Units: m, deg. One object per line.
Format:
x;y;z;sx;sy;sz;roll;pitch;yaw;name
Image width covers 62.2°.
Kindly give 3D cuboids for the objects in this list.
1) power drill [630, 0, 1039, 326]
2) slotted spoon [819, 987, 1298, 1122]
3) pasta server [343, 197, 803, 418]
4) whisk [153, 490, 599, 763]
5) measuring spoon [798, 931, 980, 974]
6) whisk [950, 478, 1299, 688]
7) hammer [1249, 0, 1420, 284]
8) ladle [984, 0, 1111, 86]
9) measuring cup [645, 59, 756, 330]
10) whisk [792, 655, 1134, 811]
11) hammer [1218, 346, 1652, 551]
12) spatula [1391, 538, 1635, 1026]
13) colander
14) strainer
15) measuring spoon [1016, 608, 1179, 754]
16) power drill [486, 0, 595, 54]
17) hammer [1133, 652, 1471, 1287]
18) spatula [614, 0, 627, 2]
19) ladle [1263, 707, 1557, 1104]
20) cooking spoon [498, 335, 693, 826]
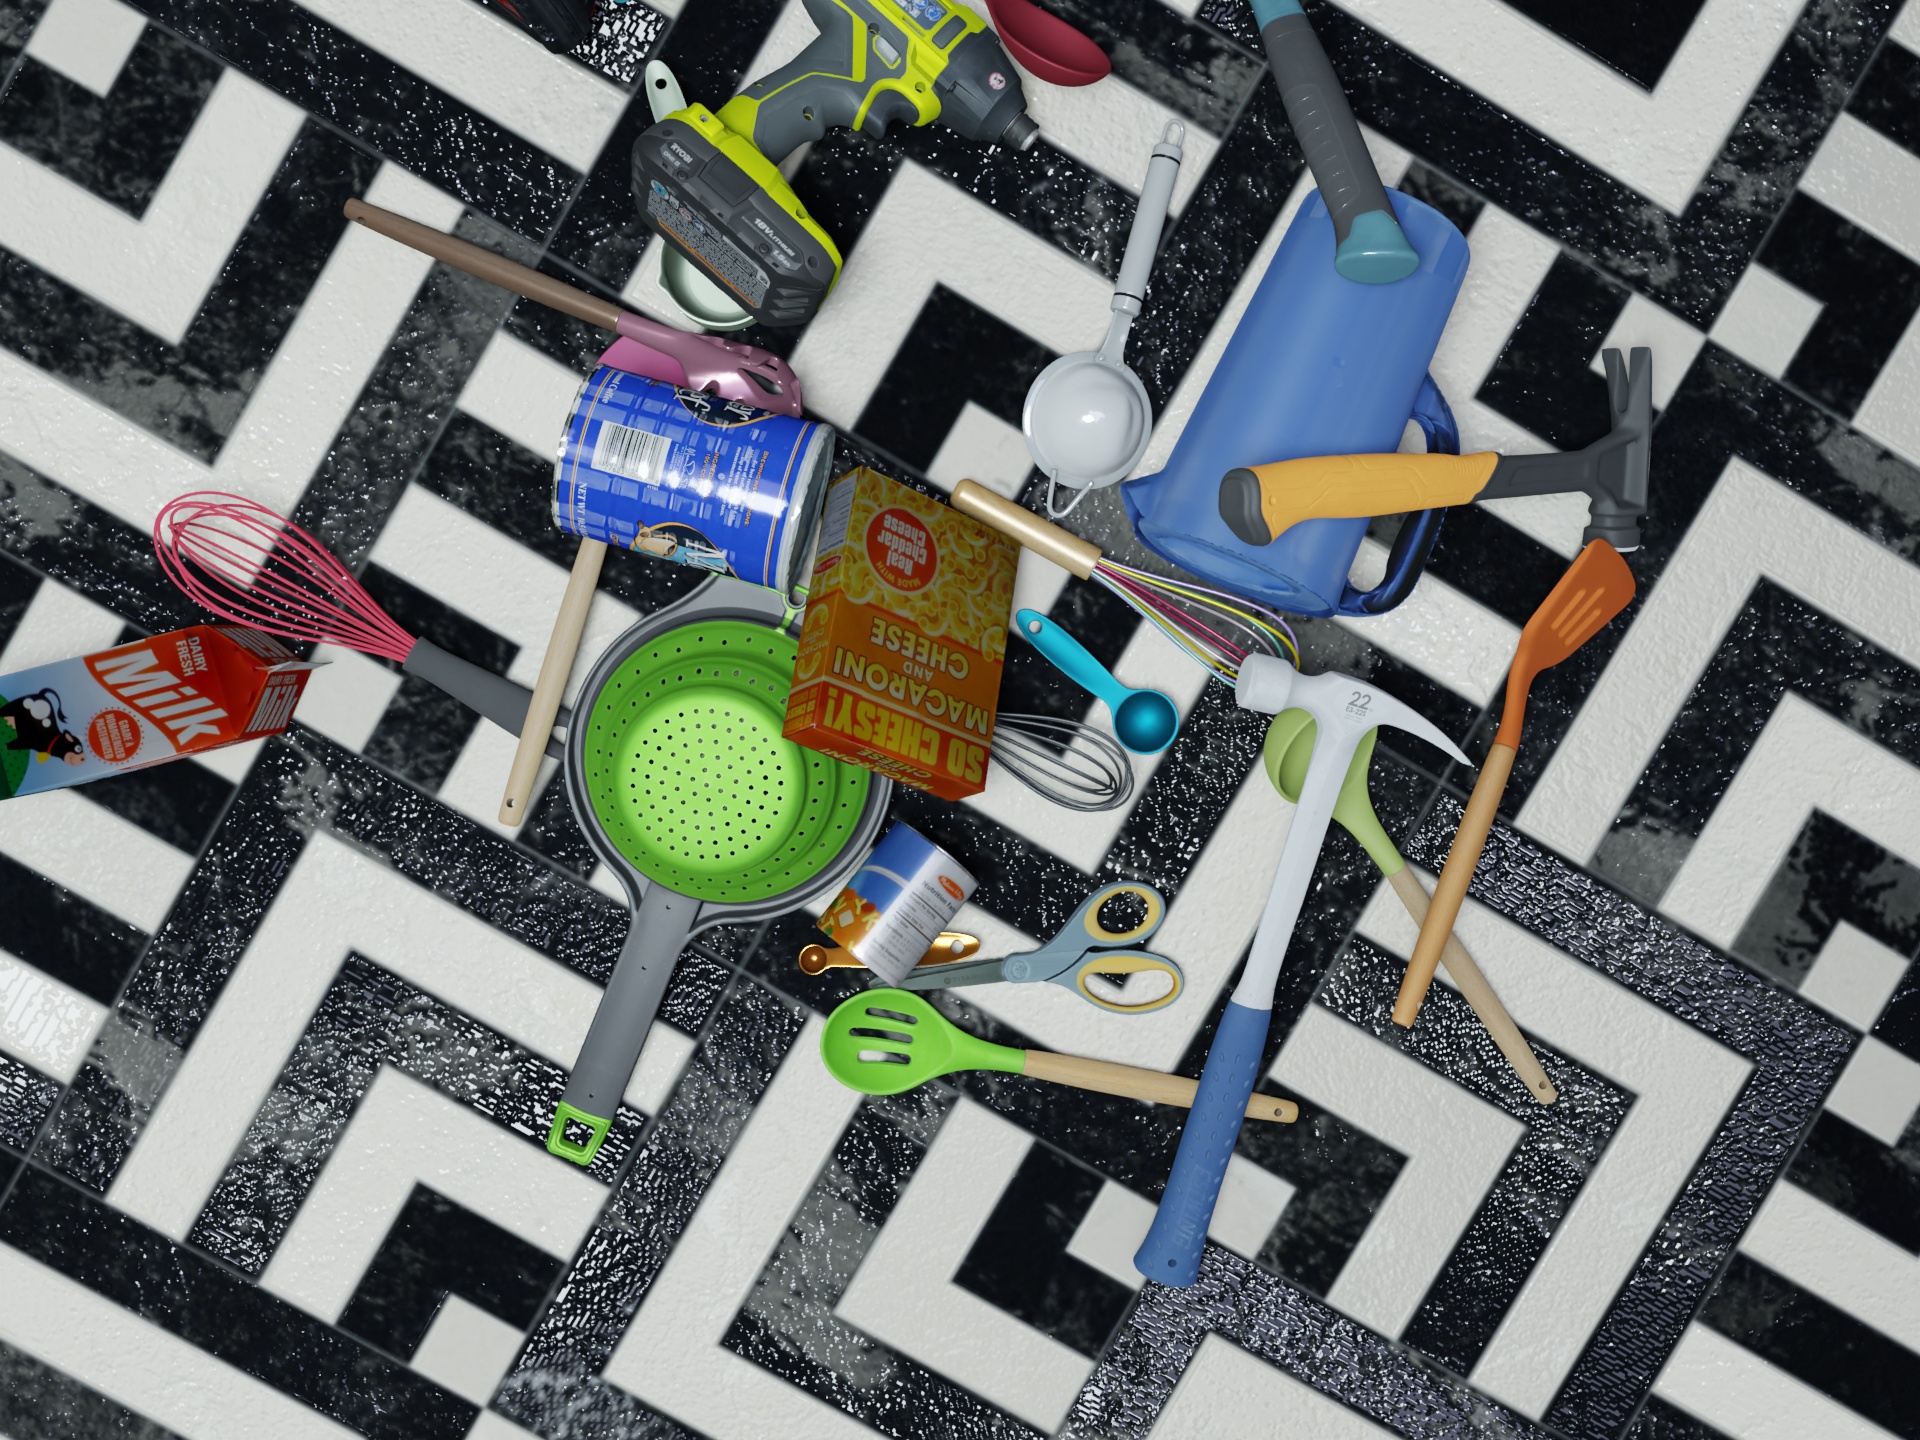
-0.071;-0.349;0.943;0.171;0.080;0.223;41;73;-5;power drill
0.065;0.226;1.024;0.313;0.031;0.070;11;94;-4;slotted spoon
-0.236;-0.252;0.976;0.316;0.060;0.040;23;48;2;pasta server
-0.357;-0.051;0.983;0.295;0.073;0.073;30;92;-10;whisk
-0.045;0.149;1.019;0.117;0.011;0.021;-5;75;2;measuring spoon
0.102;-0.084;1.003;0.245;0.047;0.051;29;80;1;whisk
0.192;-0.395;0.930;0.128;0.033;0.331;-15;70;1;hammer
-0.028;-0.490;0.949;0.315;0.069;0.031;48;132;0;ladle
-0.160;-0.322;0.983;0.083;0.038;0.167;-18;91;-1;measuring cup
-0.002;-0.003;1.000;0.239;0.055;0.055;23;92;1;whisk
0.285;-0.147;0.921;0.336;0.034;0.127;-10;105;-31;hammer
0.339;0.041;0.991;0.081;0.041;0.323;31;79;-45;spatula
-0.175;0.104;0.959;0.204;0.094;0.397;23;98;-2;colander
0.101;-0.252;0.994;0.086;0.050;0.258;15;89;-18;strainer
0.086;-0.027;1.019;0.128;0.021;0.042;41;92;6;measuring spoon
-0.204;-0.510;0.932;0.219;0.078;0.143;-47;66;-1;power drill
0.189;0.167;0.985;0.144;0.035;0.405;14;103;-6;hammer
-0.067;-0.508;0.983;0.317;0.044;0.082;-9;92;-6;spatula
0.296;0.118;1.012;0.078;0.062;0.320;-35;96;-4;ladle
-0.233;-0.089;0.986;0.068;0.017;0.319;16;85;-2;cooking spoon
